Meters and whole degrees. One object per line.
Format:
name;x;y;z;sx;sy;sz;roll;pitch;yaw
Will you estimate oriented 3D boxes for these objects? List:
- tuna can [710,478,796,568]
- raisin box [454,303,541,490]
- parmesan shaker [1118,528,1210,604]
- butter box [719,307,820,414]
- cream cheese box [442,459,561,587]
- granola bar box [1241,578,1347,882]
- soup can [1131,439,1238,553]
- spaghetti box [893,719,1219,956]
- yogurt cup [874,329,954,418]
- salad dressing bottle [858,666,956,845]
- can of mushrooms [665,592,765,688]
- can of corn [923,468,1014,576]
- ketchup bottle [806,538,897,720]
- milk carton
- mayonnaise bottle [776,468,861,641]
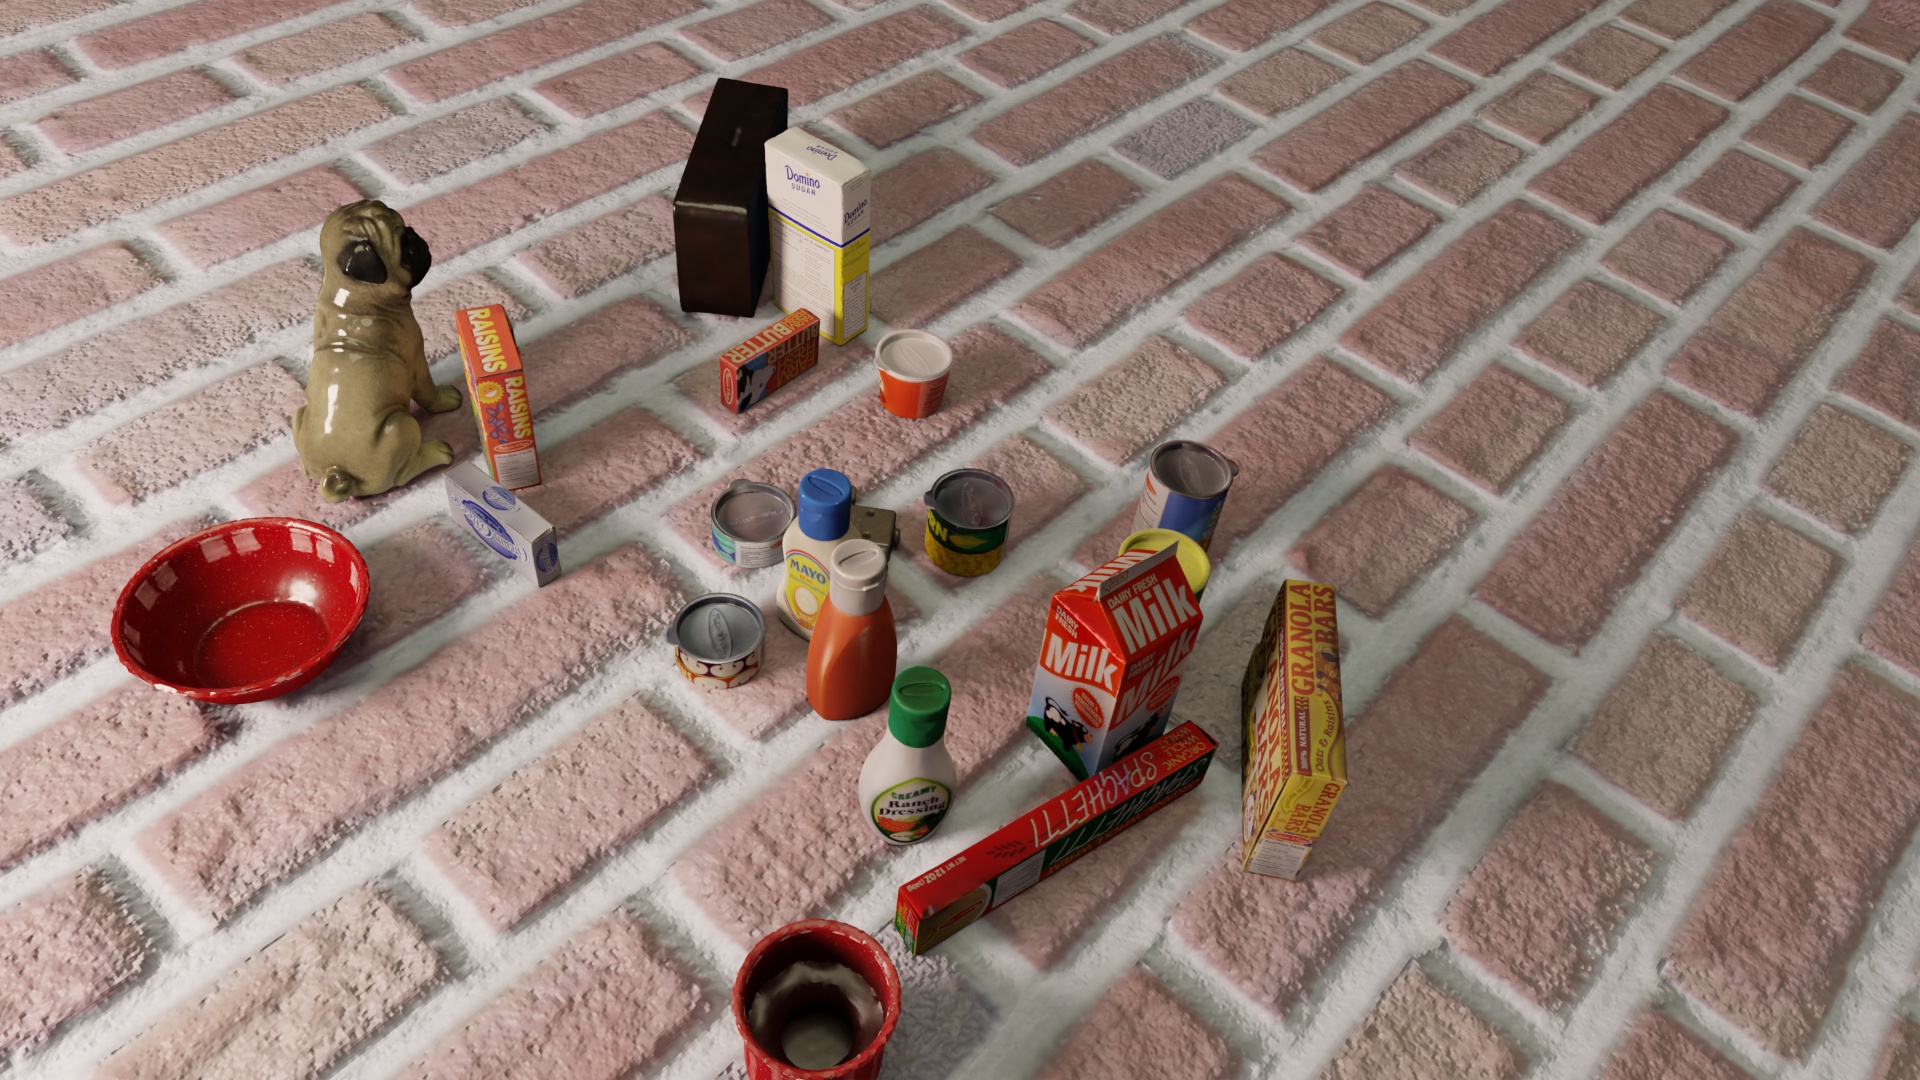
tuna can;-0.163;-0.014;1.090;0.071;0.032;0.071;4;47;-4
raisin box;-0.362;-0.111;1.092;0.040;0.122;0.086;-13;50;-19
parmesan shaker;0.141;0.052;1.023;0.071;0.102;0.072;4;47;-4
butter box;-0.166;-0.157;1.211;0.024;0.052;0.104;34;51;22
cream cheese box;-0.346;-0.013;1.050;0.104;0.053;0.024;34;51;22
granola bar box;0.224;0.128;0.949;0.039;0.123;0.166;10;46;1
soup can;0.180;-0.029;1.118;0.071;0.083;0.072;4;47;-4
spaghetti box;0.067;0.192;0.917;0.251;0.049;0.029;-24;55;-27
yogurt cup;-0.042;-0.144;1.216;0.072;0.053;0.073;4;47;-4
salad dressing bottle;-0.031;0.138;0.887;0.064;0.146;0.044;-3;48;-11
can of mushrooms;-0.177;0.073;1.006;0.071;0.033;0.071;4;47;-4
can of corn;0.004;-0.014;1.096;0.071;0.058;0.071;4;47;-4
ketchup bottle;-0.072;0.062;0.952;0.065;0.148;0.044;-21;53;-25
milk carton;0.104;0.077;0.934;0.072;0.189;0.073;-27;56;-29
mayonnaise bottle;-0.100;0.013;0.996;0.065;0.147;0.041;27;49;17
